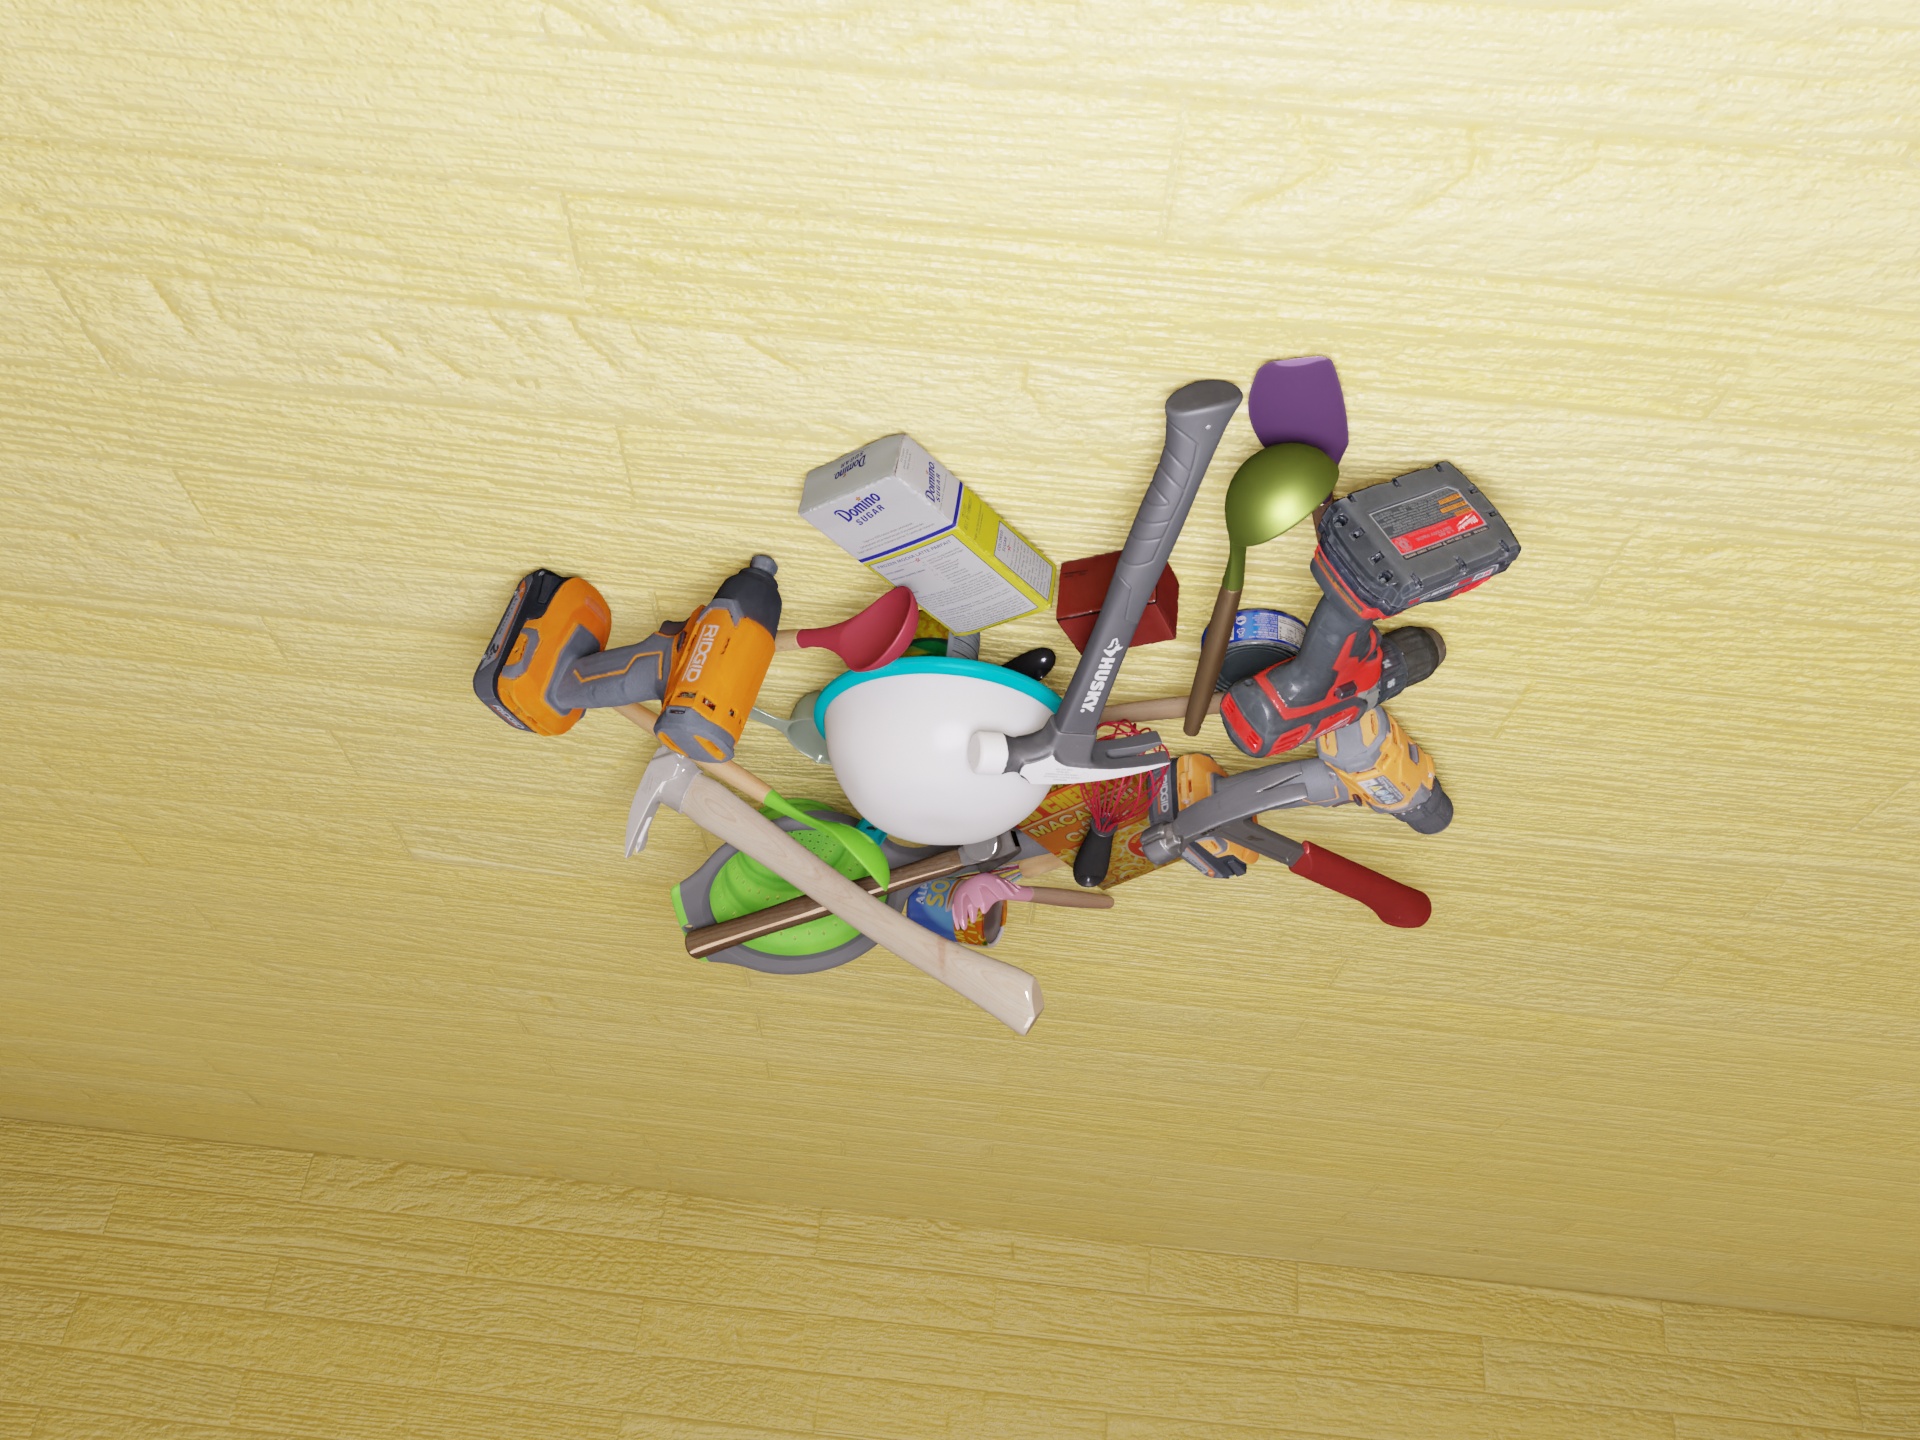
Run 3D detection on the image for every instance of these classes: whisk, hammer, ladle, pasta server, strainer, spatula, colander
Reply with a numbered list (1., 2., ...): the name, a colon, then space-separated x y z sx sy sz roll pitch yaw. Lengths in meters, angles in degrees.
1. whisk: 0.047 0.157 1.608 0.245 0.051 0.047 -24 133 37
2. hammer: 0.314 0.120 1.351 0.149 0.037 0.358 -28 146 33
3. hammer: 0.118 -0.082 1.079 0.146 0.035 0.334 4 132 -19
4. whisk: -0.001 -0.003 1.337 0.055 0.055 0.239 26 140 -30
5. hammer: -0.100 0.159 1.453 0.331 0.031 0.130 -19 169 15
6. whisk: 0.126 0.081 1.354 0.073 0.073 0.295 7 152 0
7. ladle: 0.195 -0.073 1.103 0.062 0.078 0.320 29 150 16
8. pasta server: 0.080 0.175 1.537 0.060 0.040 0.316 -37 156 21
9. hammer: -0.112 0.157 1.389 0.411 0.038 0.146 32 111 13
10. strainer: -0.036 0.068 1.300 0.211 0.095 0.340 13 150 -15
11. spatula: 0.246 -0.136 1.082 0.060 0.018 0.315 -3 148 21
12. colander: -0.079 0.125 1.541 0.397 0.095 0.204 -13 129 -1
13. ladle: -0.138 -0.060 1.214 0.315 0.069 0.031 -2 149 45

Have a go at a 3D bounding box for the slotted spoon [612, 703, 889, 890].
1. slotted spoon: -0.184 0.051 1.352 0.314 0.031 0.070 30 169 16

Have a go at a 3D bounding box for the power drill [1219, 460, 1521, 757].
1. power drill: 0.290 -0.070 1.089 0.188 0.080 0.226 -20 153 -24

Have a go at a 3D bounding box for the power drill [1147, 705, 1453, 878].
1. power drill: 0.300 0.070 1.372 0.226 0.084 0.185 -20 143 31

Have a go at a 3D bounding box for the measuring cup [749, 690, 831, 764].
1. measuring cup: -0.151 -0.012 1.367 0.167 0.038 0.083 22 149 -6

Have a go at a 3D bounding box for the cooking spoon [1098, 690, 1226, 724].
1. cooking spoon: 0.133 -0.006 1.287 0.319 0.017 0.068 -6 145 40

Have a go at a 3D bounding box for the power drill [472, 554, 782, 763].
1. power drill: -0.241 -0.057 1.205 0.226 0.164 0.084 6 153 28
